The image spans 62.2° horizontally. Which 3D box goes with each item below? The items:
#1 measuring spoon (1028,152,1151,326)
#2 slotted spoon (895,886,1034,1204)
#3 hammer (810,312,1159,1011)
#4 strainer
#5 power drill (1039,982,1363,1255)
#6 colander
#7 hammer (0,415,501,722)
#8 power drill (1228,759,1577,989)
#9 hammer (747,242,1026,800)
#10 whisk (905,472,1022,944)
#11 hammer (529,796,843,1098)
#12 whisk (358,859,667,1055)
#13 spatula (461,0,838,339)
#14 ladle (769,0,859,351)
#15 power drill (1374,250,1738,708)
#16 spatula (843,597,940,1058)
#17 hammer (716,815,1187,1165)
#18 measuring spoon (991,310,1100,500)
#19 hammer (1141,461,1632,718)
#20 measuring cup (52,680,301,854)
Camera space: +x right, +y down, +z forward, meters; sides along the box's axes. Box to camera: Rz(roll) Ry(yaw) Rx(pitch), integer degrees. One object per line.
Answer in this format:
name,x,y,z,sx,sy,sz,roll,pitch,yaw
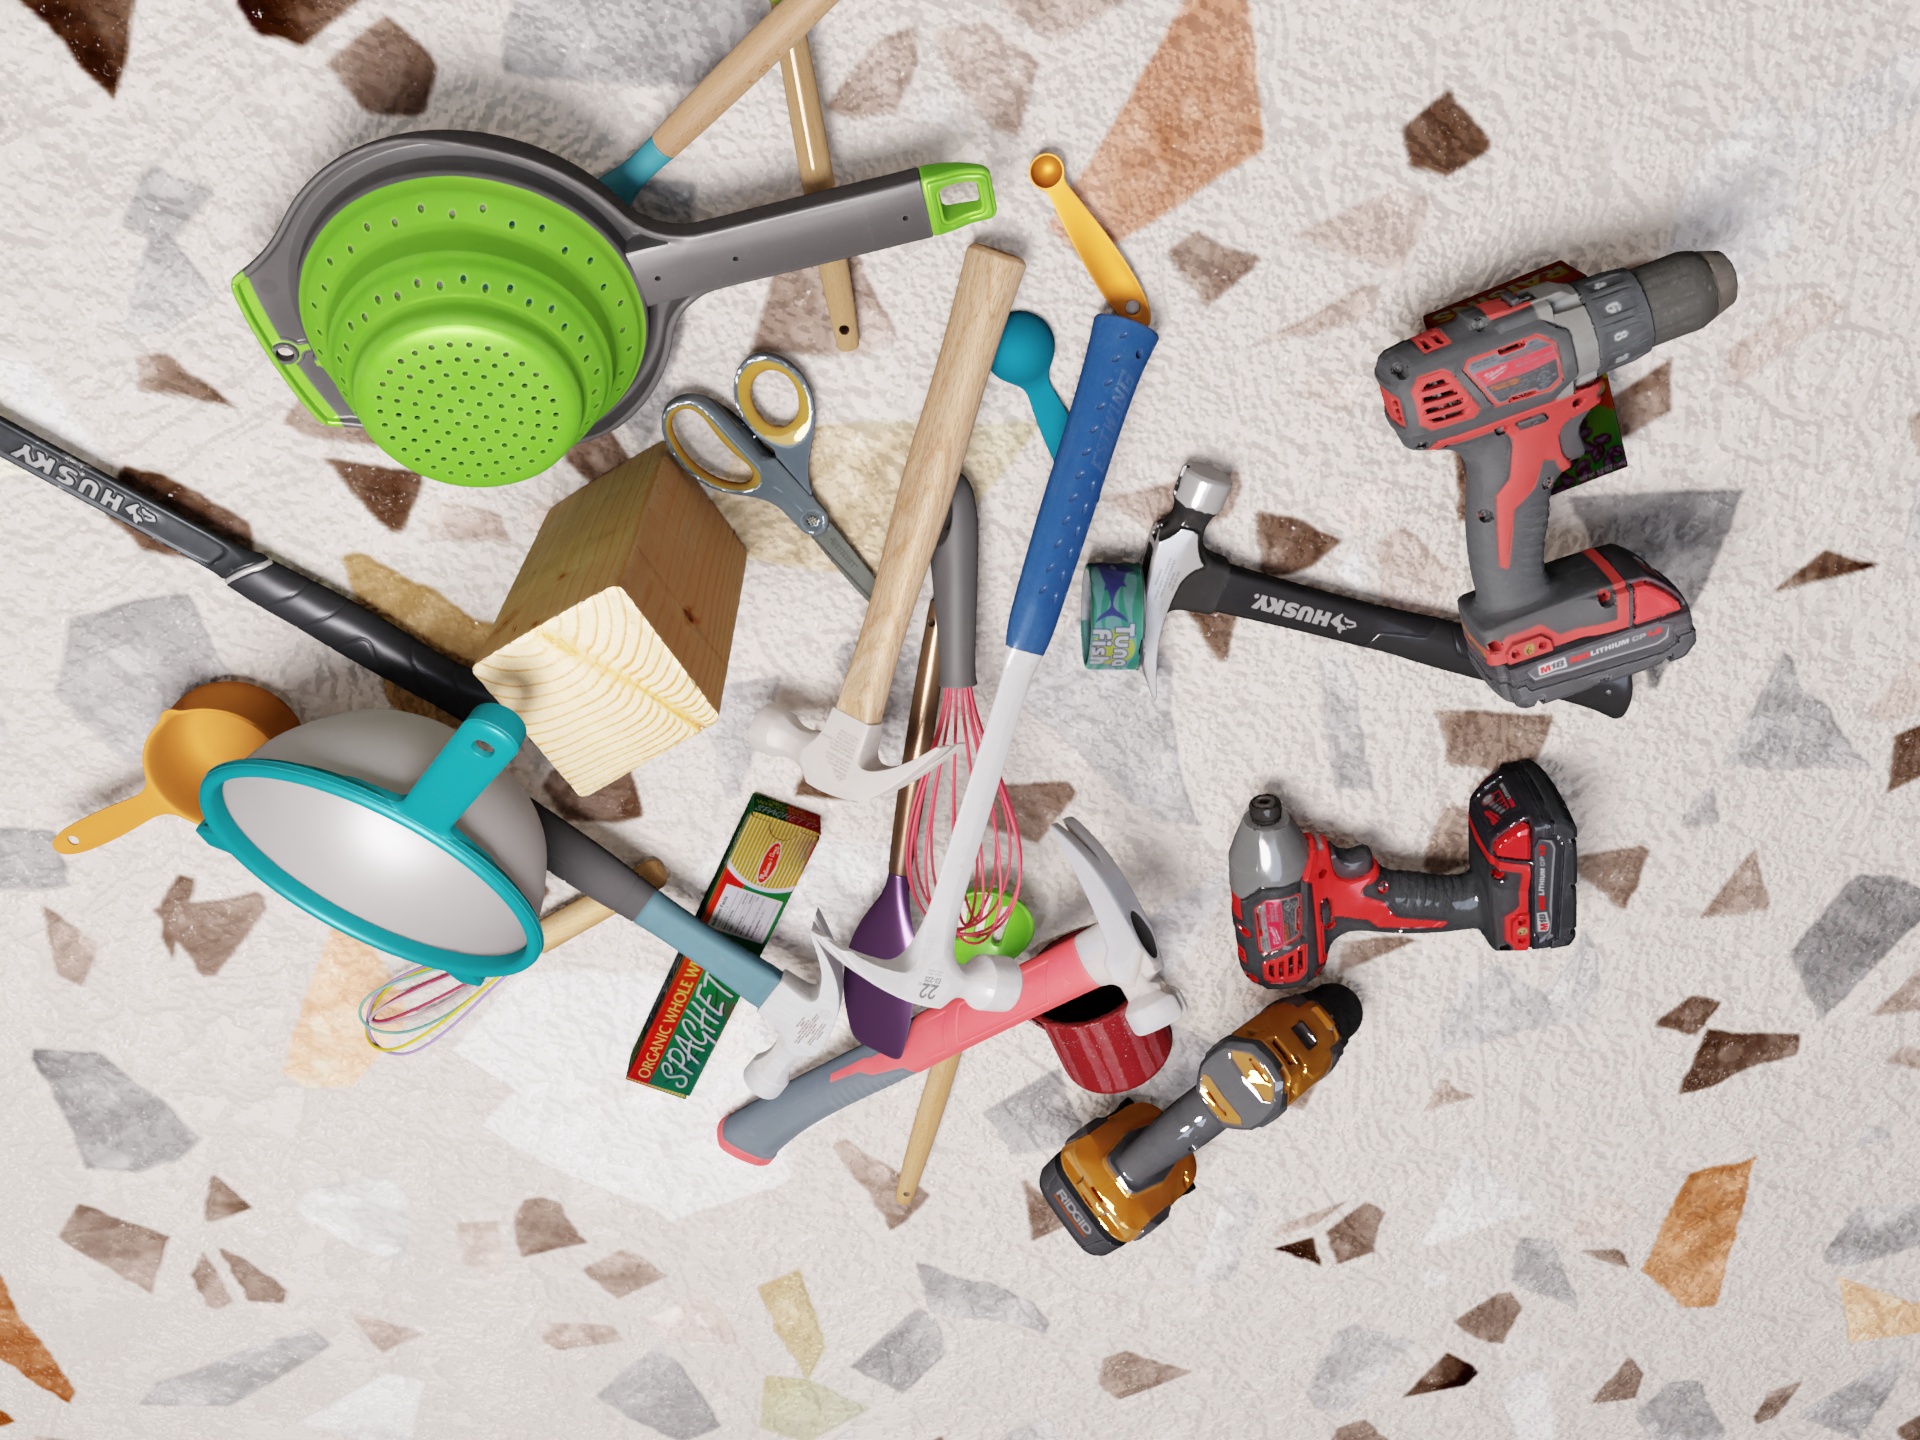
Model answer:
measuring spoon,0.073,-0.265,0.884,0.021,0.011,0.116,-31,120,15
slotted spoon,-0.010,0.239,1.153,0.070,0.031,0.313,11,120,-7
hammer,0.029,-0.030,0.903,0.144,0.035,0.405,14,95,-40
strainer,-0.292,0.035,0.890,0.211,0.095,0.340,34,143,-17
power drill,0.180,0.269,1.121,0.084,0.185,0.226,52,123,15
colander,-0.172,-0.207,0.816,0.397,0.095,0.204,-13,142,4
hammer,-0.442,-0.094,0.938,0.408,0.036,0.149,32,114,-19
power drill,0.289,0.100,1.064,0.219,0.079,0.143,-9,119,5
hammer,-0.026,-0.106,0.919,0.130,0.031,0.331,26,109,24
whisk,-0.002,-0.003,0.970,0.073,0.073,0.295,-2,102,-2
hammer,-0.218,0.114,1.037,0.331,0.033,0.128,36,108,-10
whisk,-0.308,0.156,1.085,0.245,0.047,0.051,-29,116,8
spatula,-0.135,-0.301,0.805,0.317,0.044,0.082,-31,125,33
ladle,-0.085,-0.346,0.818,0.078,0.062,0.319,-8,126,2
power drill,0.347,-0.138,0.887,0.188,0.080,0.226,-20,116,8
spatula,-0.038,0.074,1.031,0.060,0.018,0.315,20,111,31
hammer,-0.035,0.206,1.086,0.386,0.038,0.143,-32,82,30
measuring spoon,0.053,-0.176,0.923,0.042,0.021,0.128,-24,116,11
hammer,0.269,-0.051,0.999,0.334,0.035,0.146,13,117,-11
measuring cup,-0.492,0.035,0.999,0.173,0.052,0.095,-24,118,12
